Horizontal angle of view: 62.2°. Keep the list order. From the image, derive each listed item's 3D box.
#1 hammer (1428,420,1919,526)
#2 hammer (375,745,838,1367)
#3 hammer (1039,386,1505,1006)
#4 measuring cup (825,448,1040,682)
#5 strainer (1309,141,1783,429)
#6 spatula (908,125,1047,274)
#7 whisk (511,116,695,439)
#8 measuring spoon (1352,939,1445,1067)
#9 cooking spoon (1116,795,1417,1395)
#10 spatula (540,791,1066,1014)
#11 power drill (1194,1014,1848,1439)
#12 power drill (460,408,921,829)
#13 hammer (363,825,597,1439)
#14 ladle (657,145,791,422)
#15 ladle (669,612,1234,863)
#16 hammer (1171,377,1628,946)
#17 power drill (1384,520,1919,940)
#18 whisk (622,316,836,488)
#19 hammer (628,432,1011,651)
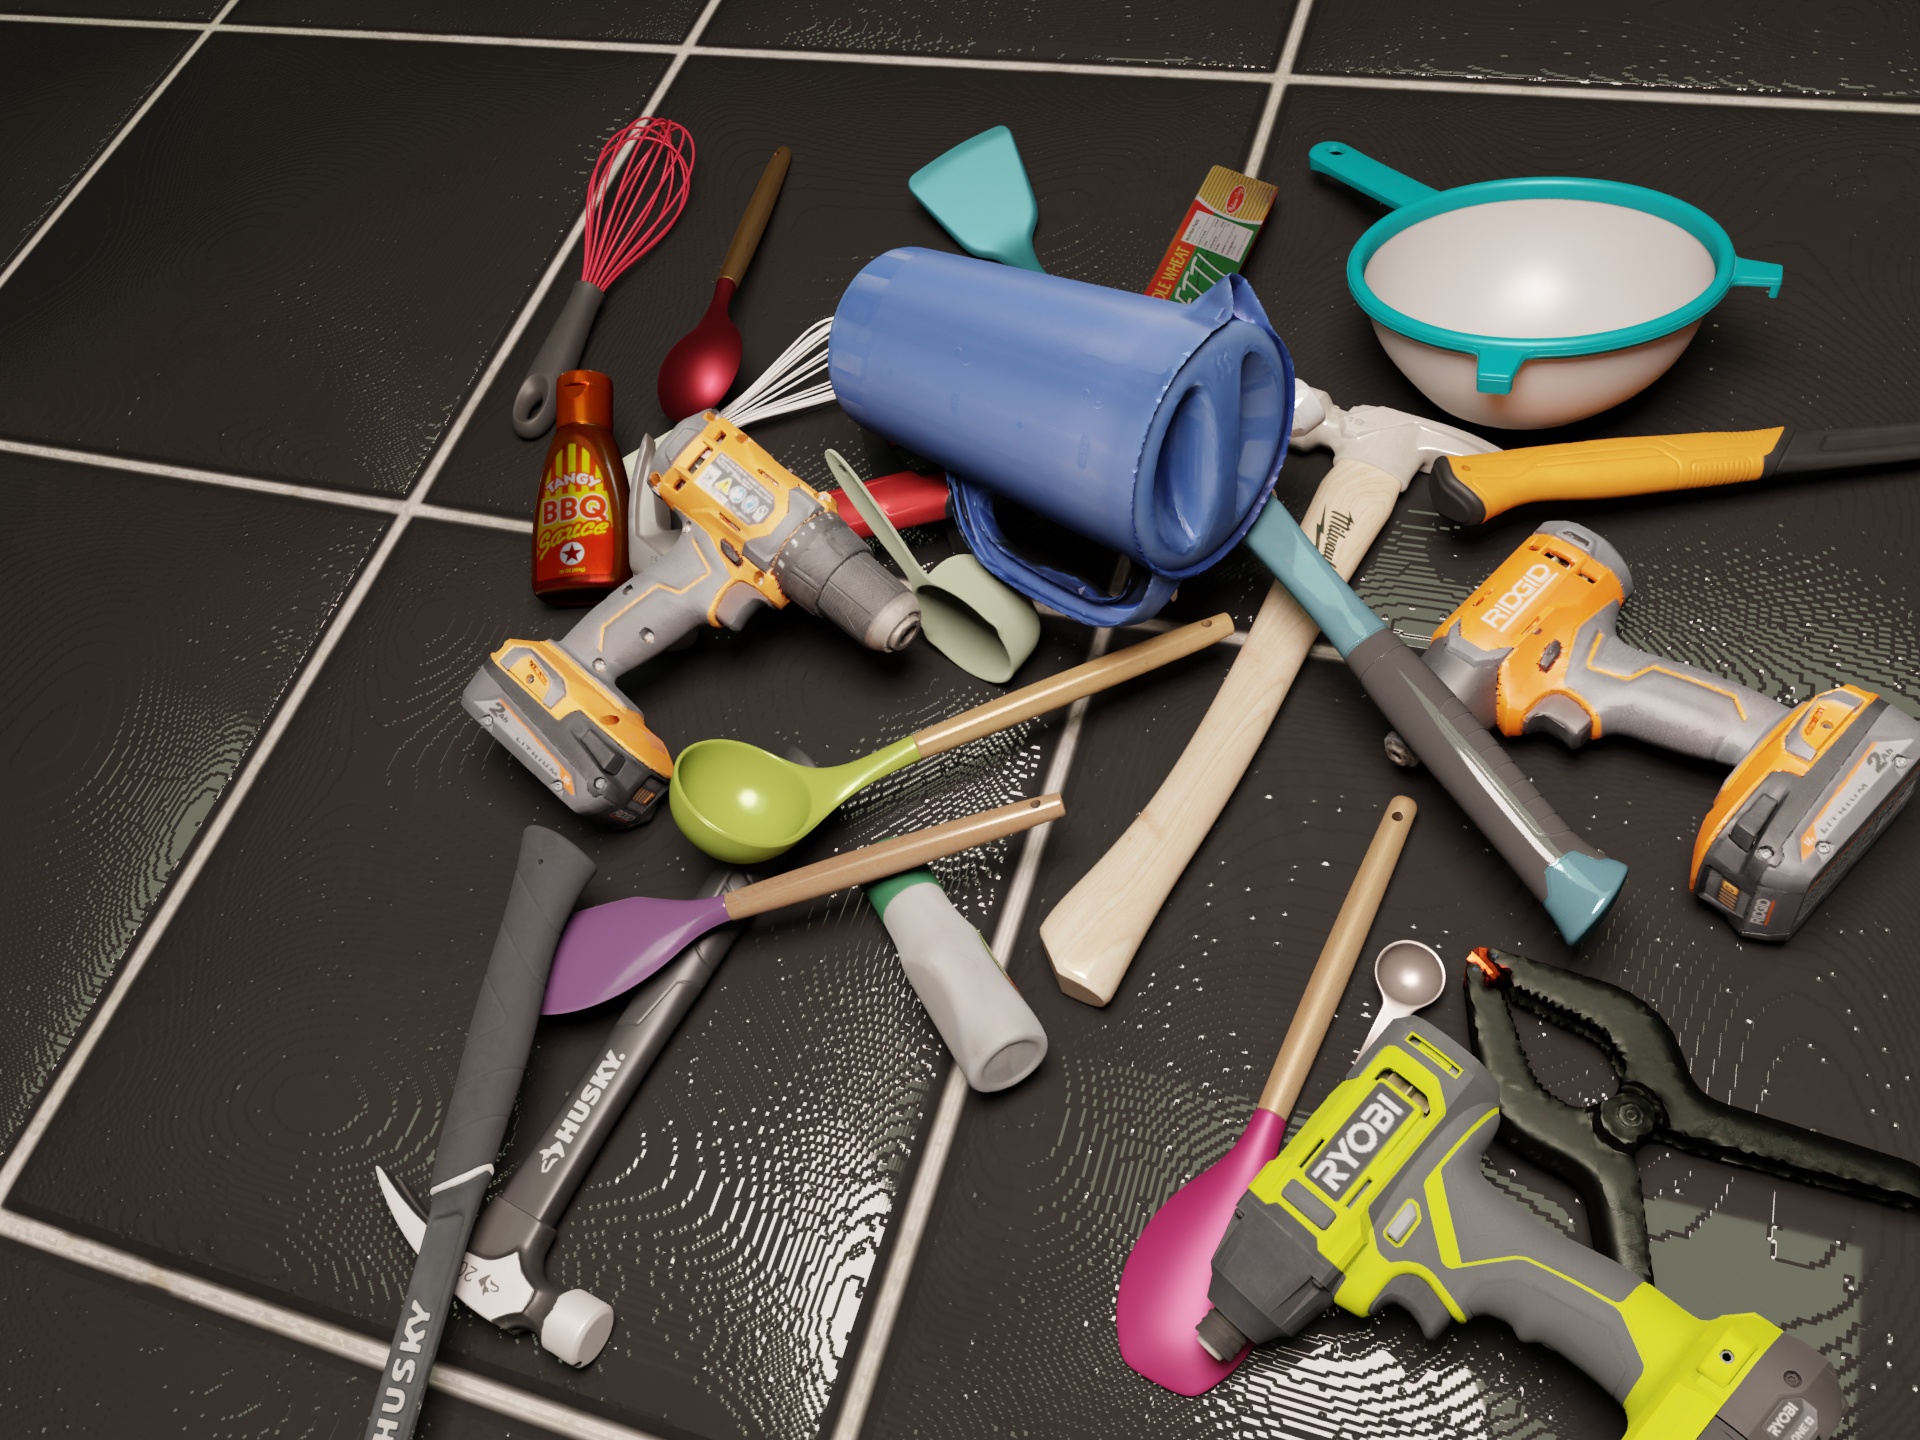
[{"bbox_3d":[0.430,-0.154,0.892,0.337,0.034,0.127,-6,57,-1],"label":"hammer"},{"bbox_3d":[-0.166,0.152,0.844,0.146,0.035,0.335,21,64,22],"label":"hammer"},{"bbox_3d":[0.173,-0.017,0.882,0.146,0.038,0.411,24,66,23],"label":"hammer"},{"bbox_3d":[-0.015,-0.095,0.906,0.038,0.167,0.083,-45,18,-23],"label":"measuring cup"},{"bbox_3d":[0.314,-0.271,0.991,0.211,0.095,0.341,-21,40,-11],"label":"strainer"},{"bbox_3d":[0.064,-0.279,1.066,0.082,0.044,0.318,-29,58,2],"label":"spatula"},{"bbox_3d":[-0.263,-0.329,1.161,0.073,0.073,0.296,10,67,17],"label":"whisk"},{"bbox_3d":[0.202,0.165,0.774,0.034,0.018,0.124,22,71,13],"label":"measuring spoon"},{"bbox_3d":[0.161,0.169,0.775,0.069,0.017,0.319,20,65,22],"label":"cooking spoon"},{"bbox_3d":[-0.096,0.092,0.830,0.316,0.018,0.060,-18,52,5],"label":"spatula"},{"bbox_3d":[0.219,0.254,0.657,0.171,0.080,0.223,-48,55,-6],"label":"power drill"},{"bbox_3d":[-0.148,-0.043,0.906,0.185,0.084,0.226,39,86,16],"label":"power drill"},{"bbox_3d":[-0.249,0.241,0.763,0.149,0.036,0.409,2,63,15],"label":"hammer"},{"bbox_3d":[-0.158,-0.322,1.126,0.069,0.031,0.316,-14,44,26],"label":"ladle"},{"bbox_3d":[-0.001,-0.003,0.855,0.320,0.062,0.078,-22,49,-5],"label":"ladle"},{"bbox_3d":[0.216,-0.029,0.809,0.128,0.033,0.331,-36,62,4],"label":"hammer"},{"bbox_3d":[0.339,0.008,0.807,0.164,0.084,0.227,-42,56,-13],"label":"power drill"},{"bbox_3d":[-0.152,-0.201,1.062,0.246,0.057,0.059,-30,67,-3],"label":"whisk"},{"bbox_3d":[-0.020,-0.150,0.961,0.386,0.038,0.143,-12,66,13],"label":"hammer"}]
